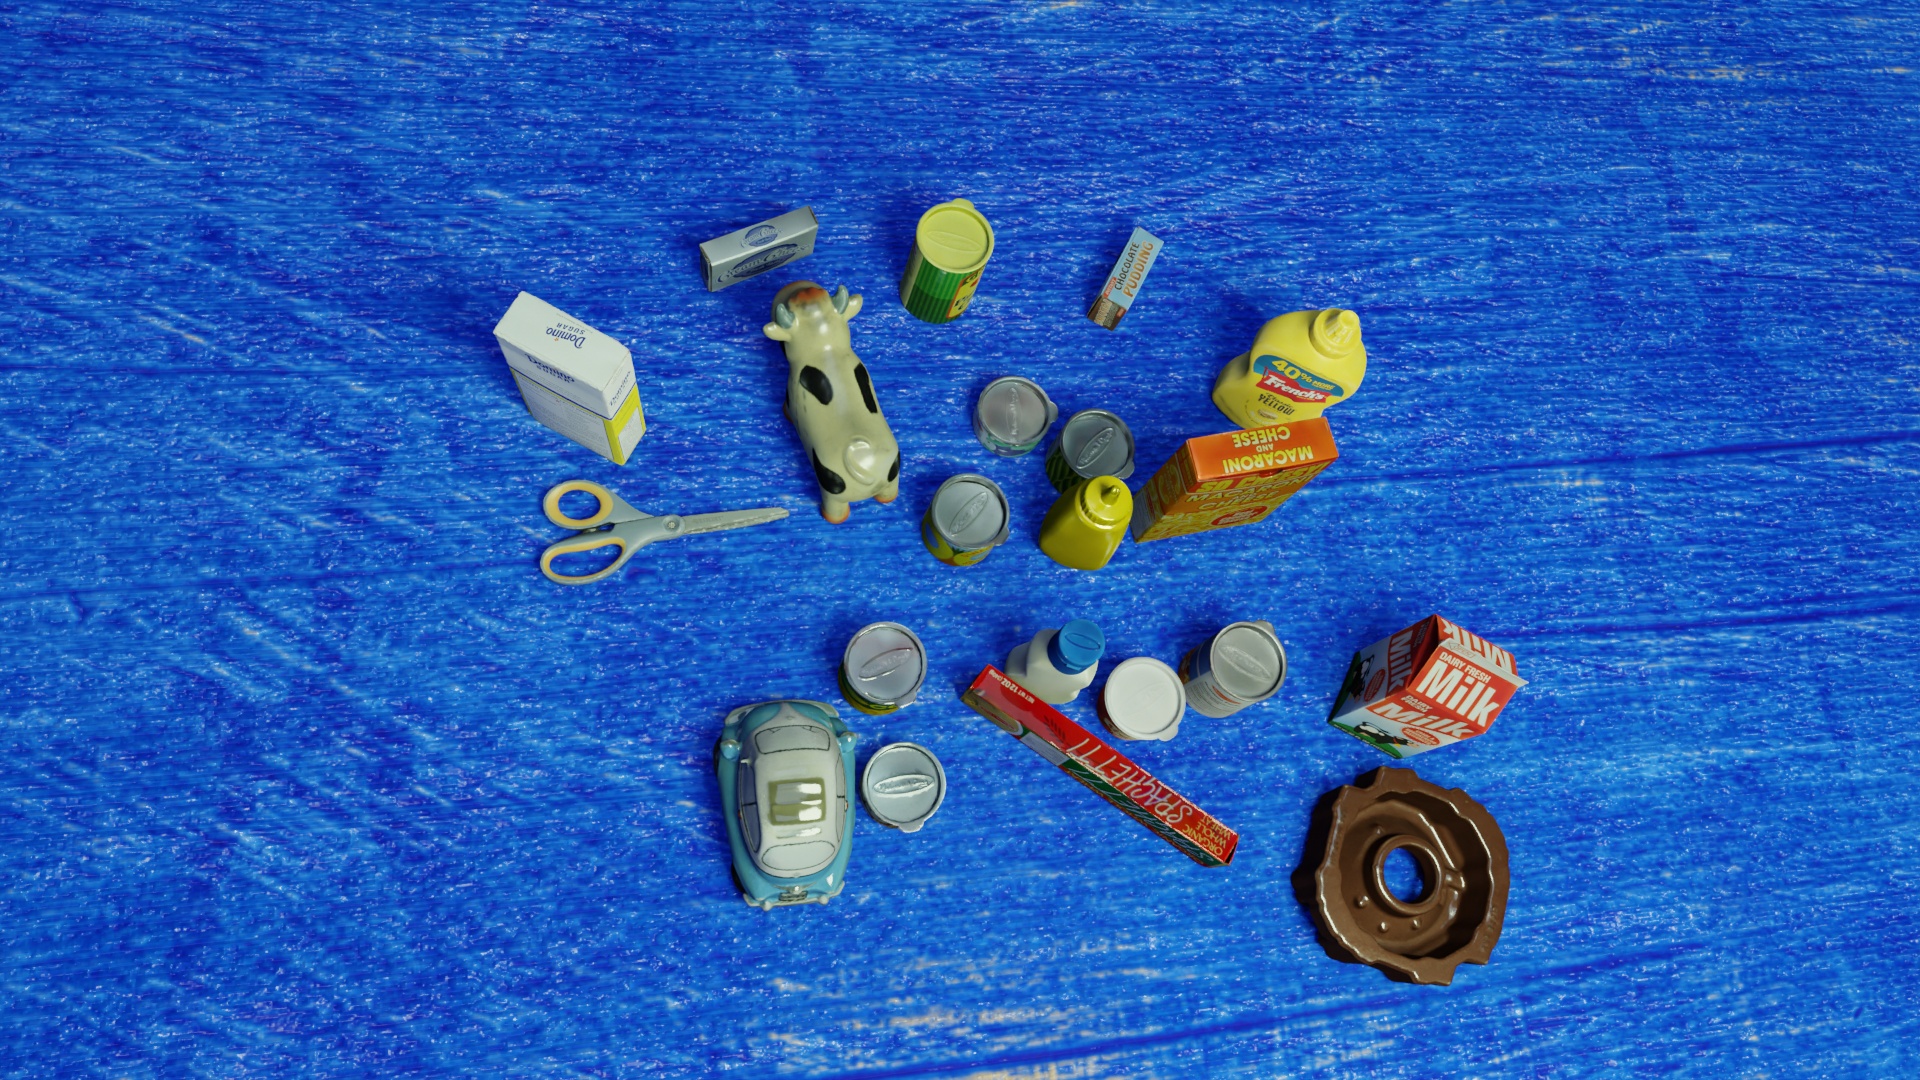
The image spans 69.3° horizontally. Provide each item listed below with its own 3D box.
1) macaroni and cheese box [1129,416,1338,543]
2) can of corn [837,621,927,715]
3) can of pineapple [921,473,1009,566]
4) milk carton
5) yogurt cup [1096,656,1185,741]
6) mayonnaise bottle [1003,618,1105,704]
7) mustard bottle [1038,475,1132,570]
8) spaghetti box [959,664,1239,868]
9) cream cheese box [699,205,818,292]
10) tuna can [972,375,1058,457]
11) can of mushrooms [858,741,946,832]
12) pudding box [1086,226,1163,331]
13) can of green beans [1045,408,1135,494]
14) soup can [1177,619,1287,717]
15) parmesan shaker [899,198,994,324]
[{"bbox_3d":[0.223,-0.047,1.160,0.124,0.166,0.040,-10,76,-14],"label":"macaroni and cheese box"},{"bbox_3d":[-0.062,0.106,1.114,0.071,0.058,0.071,3,73,-10],"label":"can of corn"},{"bbox_3d":[0.004,-0.015,1.165,0.071,0.057,0.071,3,73,-10],"label":"can of pineapple"},{"bbox_3d":[0.378,0.117,1.125,0.072,0.190,0.074,28,70,-1],"label":"milk carton"},{"bbox_3d":[0.146,0.134,1.148,0.072,0.053,0.072,3,73,-10],"label":"yogurt cup"},{"bbox_3d":[0.078,0.095,1.097,0.065,0.147,0.041,19,71,-5],"label":"mayonnaise bottle"},{"bbox_3d":[0.109,-0.019,1.132,0.065,0.159,0.049,23,71,-3],"label":"mustard bottle"},{"bbox_3d":[0.113,0.185,1.128,0.250,0.050,0.029,34,70,1],"label":"spaghetti box"},{"bbox_3d":[-0.175,-0.253,1.208,0.104,0.053,0.024,-24,79,-17],"label":"cream cheese box"},{"bbox_3d":[0.047,-0.108,1.216,0.071,0.032,0.071,3,72,-10],"label":"tuna can"},{"bbox_3d":[-0.047,0.197,1.102,0.071,0.033,0.071,3,72,-10],"label":"can of mushrooms"},{"bbox_3d":[0.150,-0.239,1.268,0.030,0.049,0.084,29,70,-1],"label":"pudding box"},{"bbox_3d":[0.111,-0.073,1.204,0.071,0.057,0.071,3,73,-10],"label":"can of green beans"},{"bbox_3d":[0.226,0.107,1.156,0.071,0.083,0.071,3,73,-10],"label":"soup can"},{"bbox_3d":[-0.013,-0.241,1.209,0.071,0.102,0.071,3,73,-10],"label":"parmesan shaker"}]
